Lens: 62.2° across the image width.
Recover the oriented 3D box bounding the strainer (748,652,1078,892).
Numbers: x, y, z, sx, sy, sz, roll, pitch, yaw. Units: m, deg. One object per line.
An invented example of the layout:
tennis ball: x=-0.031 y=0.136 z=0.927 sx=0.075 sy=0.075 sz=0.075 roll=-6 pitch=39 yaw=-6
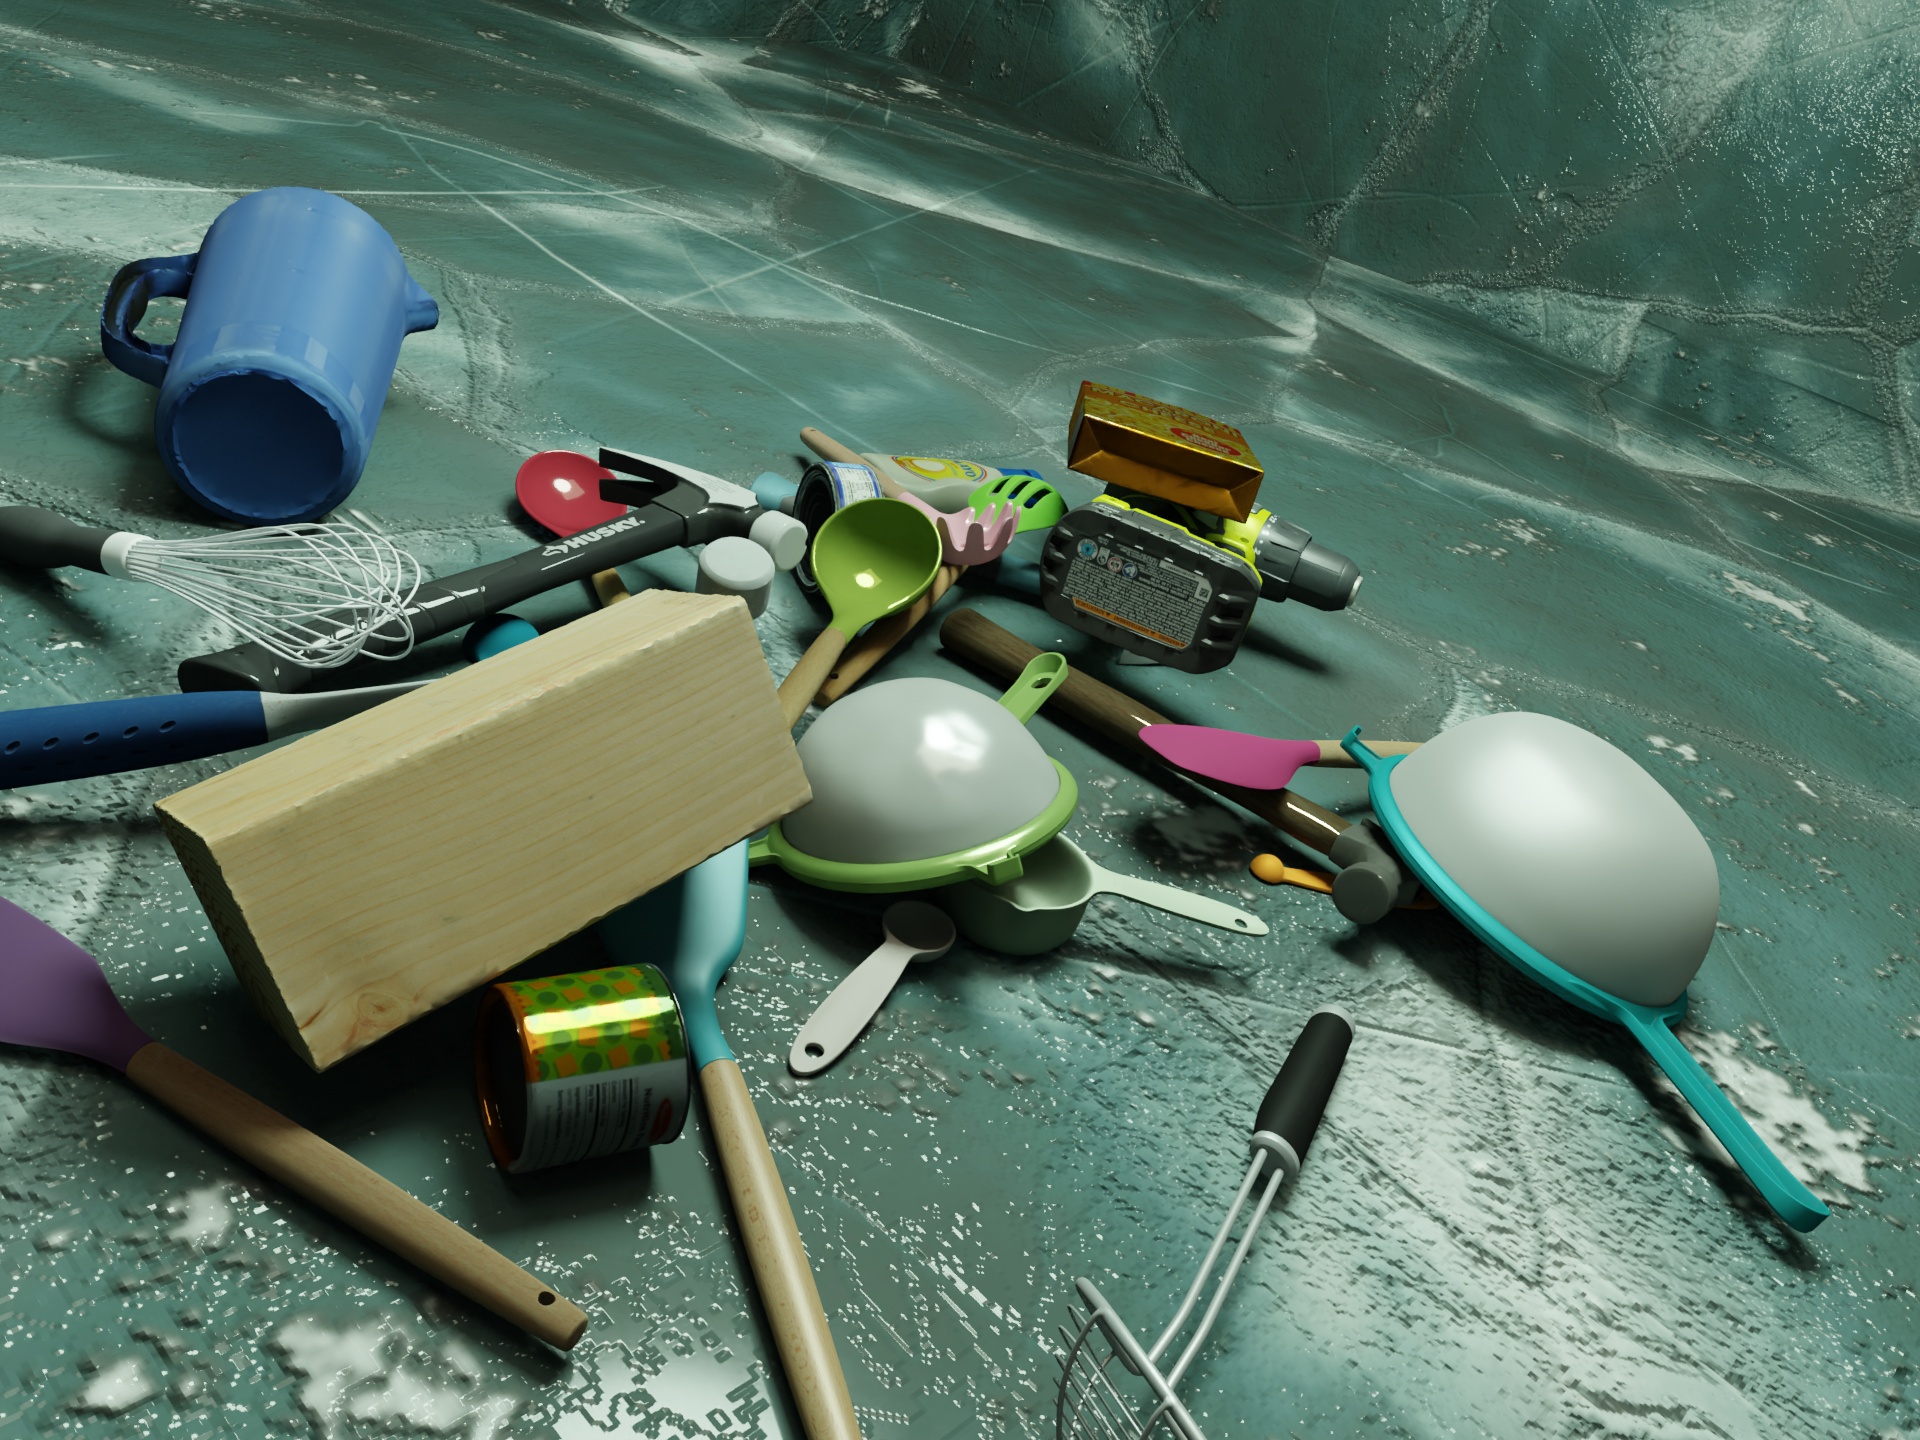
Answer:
strainer: x=-0.001 y=-0.003 z=0.800 sx=0.151 sy=0.069 sz=0.256 roll=1 pitch=24 yaw=26

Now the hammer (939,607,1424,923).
hammer: x=0.125 y=0.014 z=0.938 sx=0.331 sy=0.031 sz=0.130 roll=31 pitch=22 yaw=26

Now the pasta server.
pasta server: x=-0.048 y=-0.162 z=1.079 sx=0.060 sy=0.040 sz=0.316 roll=-11 pitch=27 yaw=-23

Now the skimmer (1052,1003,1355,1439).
skimmer: x=0.125 y=0.184 z=0.587 sx=0.127 sy=0.090 sz=0.363 roll=55 pitch=31 yaw=-1

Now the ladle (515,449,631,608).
ladle: x=-0.198 y=-0.071 z=0.918 sx=0.069 sy=0.031 sz=0.316 roll=-4 pitch=37 yaw=-27

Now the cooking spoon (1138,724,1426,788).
cooking spoon: x=0.223 y=0.019 z=0.942 sx=0.318 sy=0.017 sz=0.069 roll=3 pitch=26 yaw=-42

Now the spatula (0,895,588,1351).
spatula: x=-0.258 y=0.128 z=0.536 sx=0.316 sy=0.018 sz=0.060 roll=25 pitch=30 yaw=15

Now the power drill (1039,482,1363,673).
power drill: x=0.163 y=-0.105 z=1.066 sx=0.190 sy=0.080 sz=0.228 roll=24 pitch=24 yaw=15

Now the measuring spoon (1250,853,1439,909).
measuring spoon: x=0.217 y=0.090 z=0.890 sx=0.117 sy=0.011 sz=0.021 roll=11 pitch=29 yaw=-13

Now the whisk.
whisk: x=-0.363 y=-0.071 z=0.741 sx=0.285 sy=0.070 sz=0.070 roll=11 pitch=23 yaw=26

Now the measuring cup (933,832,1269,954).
measuring cup: x=0.067 y=0.093 z=0.772 sx=0.167 sy=0.038 sz=0.083 roll=16 pitch=28 yaw=-9

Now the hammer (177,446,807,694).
hammer: x=-0.246 y=-0.074 z=0.840 sx=0.146 sy=0.035 sz=0.335 roll=27 pitch=37 yaw=29

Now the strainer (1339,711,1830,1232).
strainer: x=0.355 y=0.099 z=0.828 sx=0.210 sy=0.095 sz=0.341 roll=18 pitch=28 yaw=-29

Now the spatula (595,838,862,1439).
spatula: x=-0.083 y=0.142 z=0.588 sx=0.082 sy=0.044 sz=0.318 roll=0 pitch=34 yaw=-25

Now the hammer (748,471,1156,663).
hammer: x=0.014 y=-0.111 z=1.105 sx=0.331 sy=0.033 sz=0.128 roll=17 pitch=27 yaw=-3

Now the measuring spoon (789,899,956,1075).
measuring spoon: x=-0.040 y=0.119 z=0.691 sx=0.034 sy=0.018 sz=0.124 roll=27 pitch=36 yaw=15

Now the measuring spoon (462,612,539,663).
measuring spoon: x=-0.240 y=-0.024 z=0.812 sx=0.042 sy=0.021 sz=0.129 roll=12 pitch=27 yaw=-12

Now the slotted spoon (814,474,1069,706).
slotted spoon: x=-0.010 y=-0.091 z=1.012 sx=0.070 sy=0.031 sz=0.314 roll=20 pitch=38 yaw=18

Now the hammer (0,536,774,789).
hammer: x=-0.280 y=0.002 z=0.668 sx=0.405 sy=0.144 sz=0.035 roll=-9 pitch=50 yaw=-26

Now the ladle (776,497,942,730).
ladle: x=-0.073 y=-0.044 z=0.833 sx=0.078 sy=0.062 sz=0.320 roll=9 pitch=26 yaw=8
